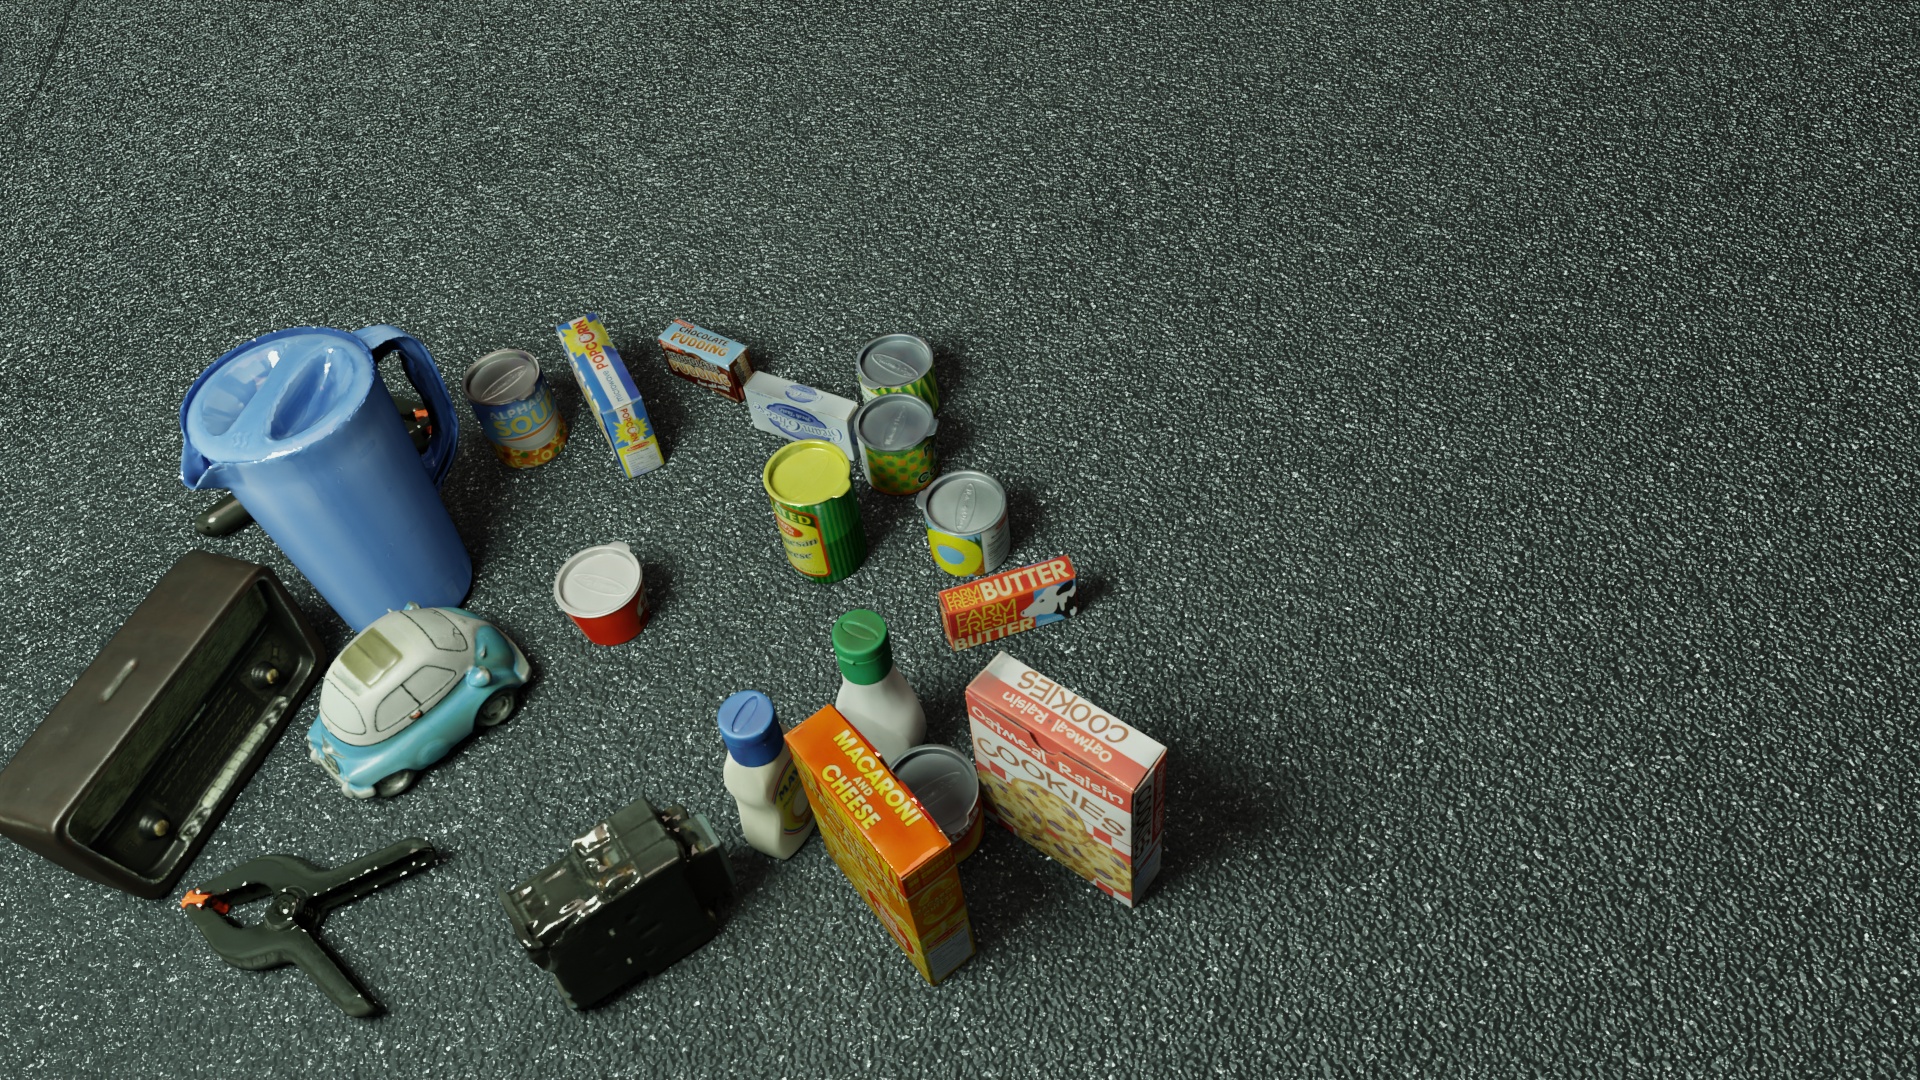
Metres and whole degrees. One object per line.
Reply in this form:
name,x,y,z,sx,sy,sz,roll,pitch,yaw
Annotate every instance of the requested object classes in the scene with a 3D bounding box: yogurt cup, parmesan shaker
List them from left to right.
yogurt cup,-0.276,0.046,1.084,0.072,0.053,0.073,-3,52,4
parmesan shaker,-0.110,-0.020,1.087,0.071,0.102,0.072,-3,52,4

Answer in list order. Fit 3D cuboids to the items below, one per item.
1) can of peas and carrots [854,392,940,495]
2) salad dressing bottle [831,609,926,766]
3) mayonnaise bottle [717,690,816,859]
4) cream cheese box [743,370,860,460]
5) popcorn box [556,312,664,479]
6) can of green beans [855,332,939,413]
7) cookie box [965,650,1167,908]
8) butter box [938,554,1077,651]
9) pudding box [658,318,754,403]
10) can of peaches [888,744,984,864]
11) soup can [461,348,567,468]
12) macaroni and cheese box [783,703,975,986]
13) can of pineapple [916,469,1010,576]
can of peas and carrots,-0.049,-0.080,1.156,0.071,0.058,0.071,-3,52,4
salad dressing bottle,-0.059,0.104,0.955,0.064,0.147,0.044,20,57,21
mayonnaise bottle,-0.128,0.154,0.923,0.041,0.147,0.065,17,56,19
cream cheese box,-0.132,-0.107,1.190,0.104,0.053,0.024,19,56,20
popcorn box,-0.303,-0.126,1.202,0.038,0.084,0.127,-25,54,-13
can of green beans,-0.054,-0.137,1.202,0.071,0.057,0.071,-3,52,4
cookie box,0.068,0.156,0.888,0.123,0.166,0.040,28,60,25
butter box,0.037,0.048,1.050,0.103,0.052,0.024,-16,52,-7
pudding box,-0.226,-0.162,1.246,0.084,0.049,0.030,24,58,23
can of peaches,-0.017,0.183,0.945,0.071,0.057,0.071,-3,52,4
soup can,-0.382,-0.112,1.200,0.071,0.083,0.072,-3,52,4
macaroni and cheese box,-0.048,0.193,0.872,0.040,0.165,0.124,-34,56,-19
can of pineapple,0.004,-0.014,1.099,0.071,0.057,0.071,-3,52,4
